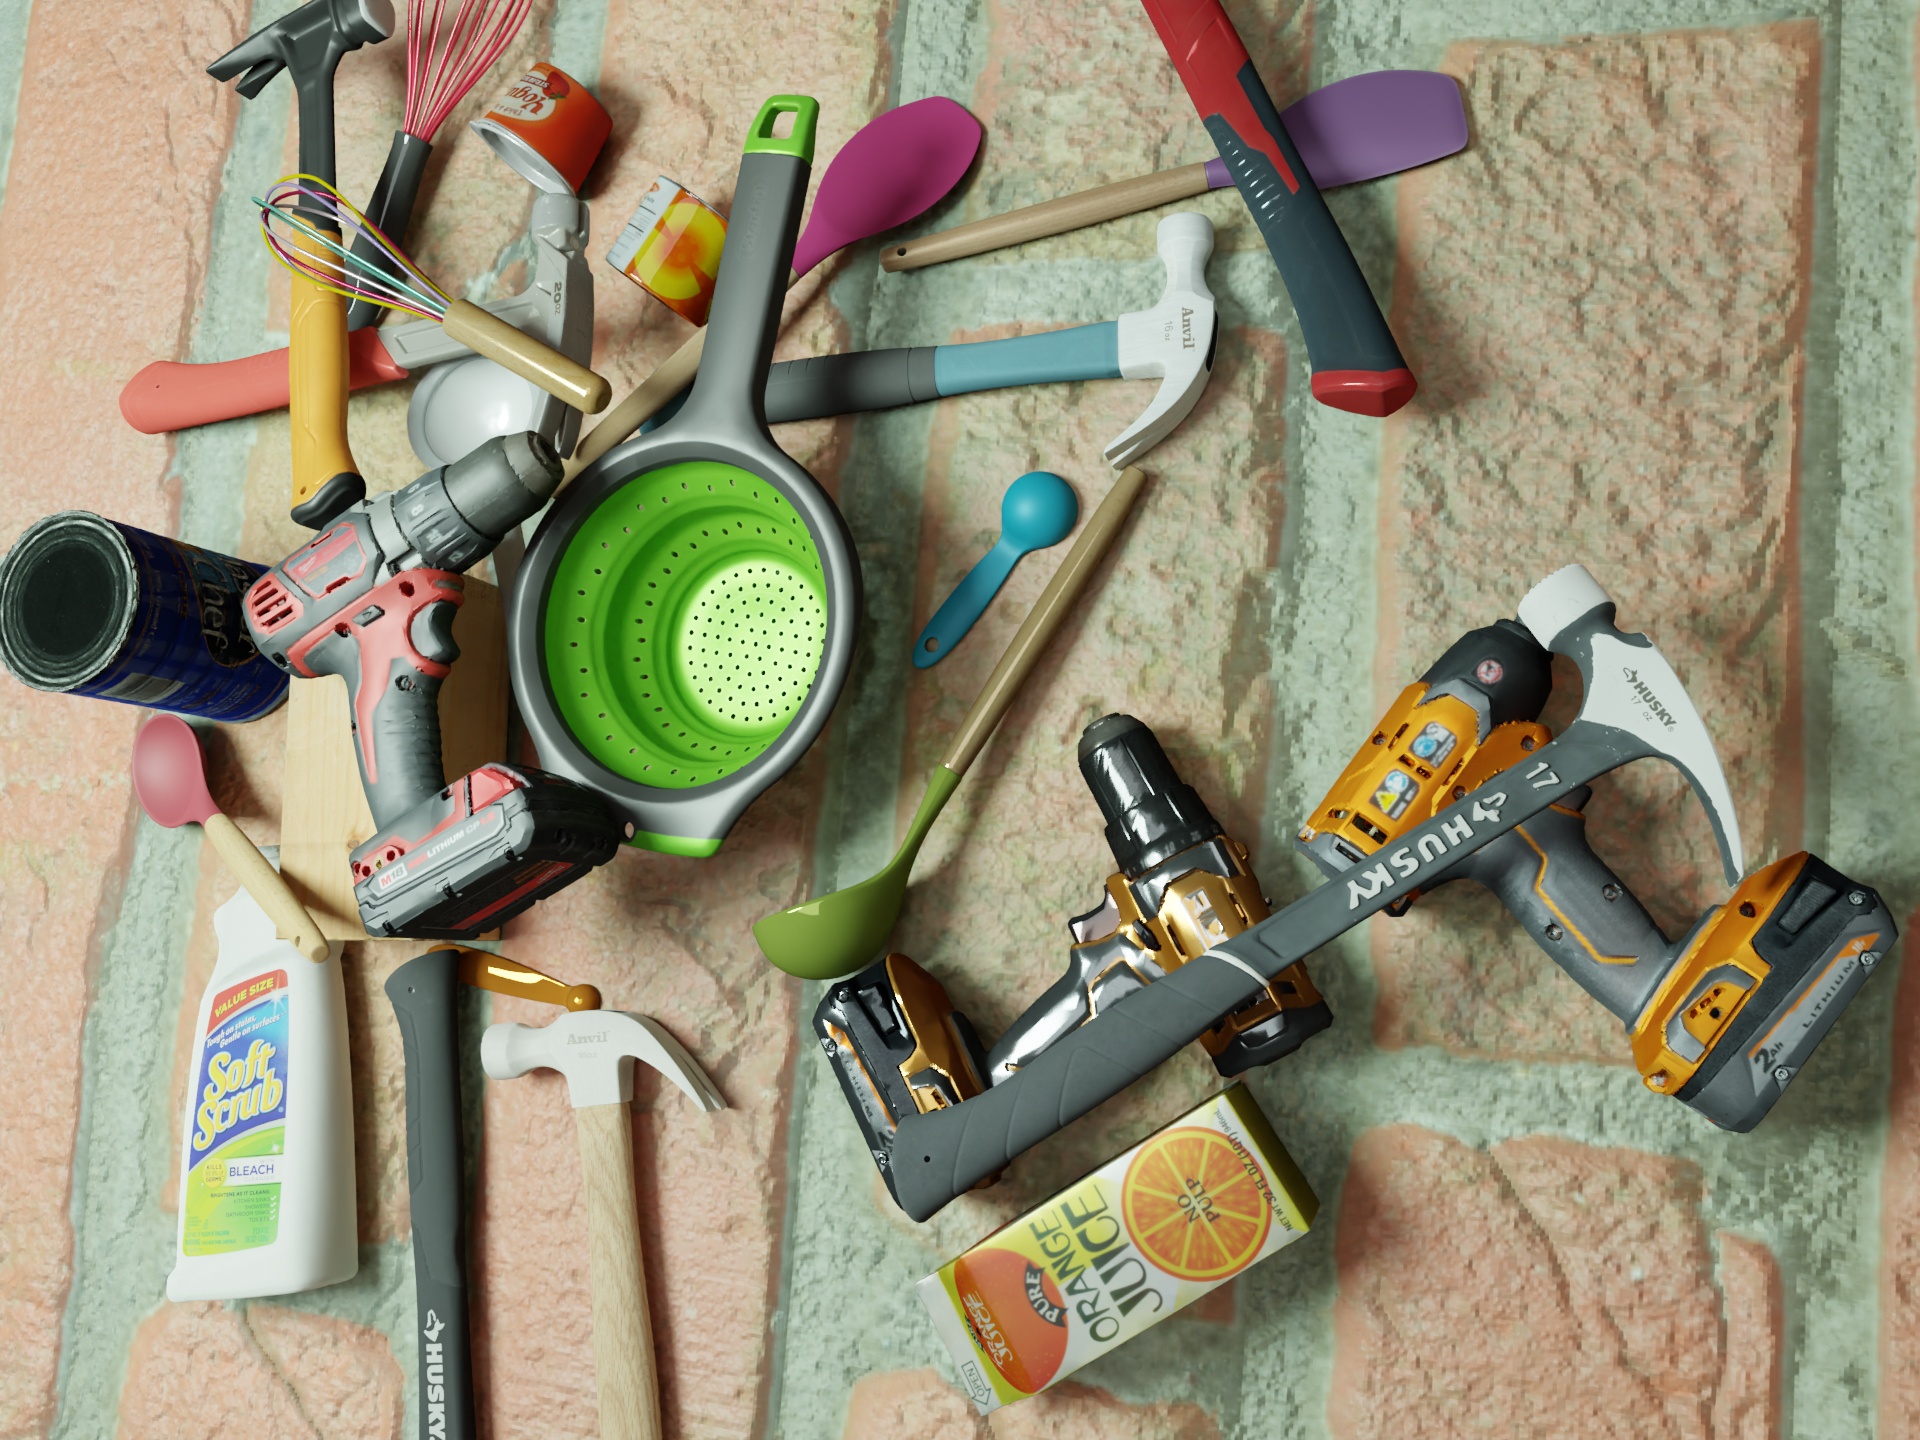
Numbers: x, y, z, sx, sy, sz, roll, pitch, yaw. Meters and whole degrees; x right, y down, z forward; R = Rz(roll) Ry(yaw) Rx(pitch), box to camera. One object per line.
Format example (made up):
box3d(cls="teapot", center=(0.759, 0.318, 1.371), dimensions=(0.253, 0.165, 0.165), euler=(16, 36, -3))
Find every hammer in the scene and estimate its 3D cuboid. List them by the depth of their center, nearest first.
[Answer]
box3d(cls="hammer", center=(0.141, 0.103, 0.698), dimensions=(0.409, 0.036, 0.149), euler=(-34, 67, 8))
box3d(cls="hammer", center=(0.152, -0.330, 0.819), dimensions=(0.143, 0.038, 0.387), euler=(-25, 72, 9))
box3d(cls="hammer", center=(-0.179, 0.321, 0.849), dimensions=(0.130, 0.031, 0.331), euler=(-9, 81, 12))
box3d(cls="hammer", center=(-0.024, -0.191, 0.873), dimensions=(0.331, 0.033, 0.128), euler=(-4, 81, 17))
box3d(cls="hammer", center=(-0.284, 0.296, 0.883), dimensions=(0.146, 0.035, 0.335), euler=(-7, 82, 17))
box3d(cls="hammer", center=(-0.380, -0.266, 0.926), dimensions=(0.127, 0.034, 0.337), euler=(-15, 72, 22))
box3d(cls="hammer", center=(-0.368, -0.204, 0.946), dimensions=(0.359, 0.036, 0.149), euler=(-5, 76, 26))

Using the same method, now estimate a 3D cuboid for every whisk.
box3d(cls="whisk", center=(-0.285, -0.229, 0.850), dimensions=(0.245, 0.051, 0.047), euler=(31, 77, 14))
box3d(cls="whisk", center=(-0.330, -0.377, 0.981), dimensions=(0.073, 0.073, 0.296), euler=(24, 96, 19))

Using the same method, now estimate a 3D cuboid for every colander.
box3d(cls="colander", center=(-0.114, -0.127, 0.852), dimensions=(0.204, 0.094, 0.397), euler=(11, 89, 22))

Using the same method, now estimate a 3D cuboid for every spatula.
box3d(cls="spatula", center=(0.106, -0.288, 0.853), dimensions=(0.316, 0.018, 0.060), euler=(-11, 77, 14))

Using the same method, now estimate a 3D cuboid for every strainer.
box3d(cls="strainer", center=(-0.264, -0.121, 0.913), dimensions=(0.087, 0.050, 0.259), euler=(-21, 65, 7))

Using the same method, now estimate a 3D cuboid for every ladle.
box3d(cls="ladle", center=(-0.001, -0.003, 0.830), dimensions=(0.062, 0.078, 0.320), euler=(32, 86, 10))
box3d(cls="ladle", center=(-0.412, 0.067, 0.895), dimensions=(0.316, 0.031, 0.069), euler=(26, 104, 47))

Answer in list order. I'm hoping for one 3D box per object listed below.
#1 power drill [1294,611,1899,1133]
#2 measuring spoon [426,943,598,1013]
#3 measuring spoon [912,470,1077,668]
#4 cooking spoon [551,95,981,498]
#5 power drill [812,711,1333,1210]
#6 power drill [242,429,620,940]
box3d(cls="power drill", center=(0.289, 0.057, 0.719), dimensions=(0.227, 0.084, 0.164), euler=(36, 92, 22))
box3d(cls="measuring spoon", center=(-0.259, 0.148, 0.910), dimensions=(0.117, 0.011, 0.021), euler=(13, 87, 18))
box3d(cls="measuring spoon", center=(0.013, -0.080, 0.851), dimensions=(0.042, 0.021, 0.128), euler=(39, 94, 18))
box3d(cls="cooking spoon", center=(-0.114, -0.236, 0.890), dimensions=(0.319, 0.017, 0.069), euler=(-43, 72, -4))
box3d(cls="power drill", center=(0.043, 0.118, 0.788), dimensions=(0.226, 0.084, 0.185), euler=(-29, 75, 7))
box3d(cls="power drill", center=(-0.253, -0.022, 0.804), dimensions=(0.188, 0.080, 0.227), euler=(-30, 73, 13))
